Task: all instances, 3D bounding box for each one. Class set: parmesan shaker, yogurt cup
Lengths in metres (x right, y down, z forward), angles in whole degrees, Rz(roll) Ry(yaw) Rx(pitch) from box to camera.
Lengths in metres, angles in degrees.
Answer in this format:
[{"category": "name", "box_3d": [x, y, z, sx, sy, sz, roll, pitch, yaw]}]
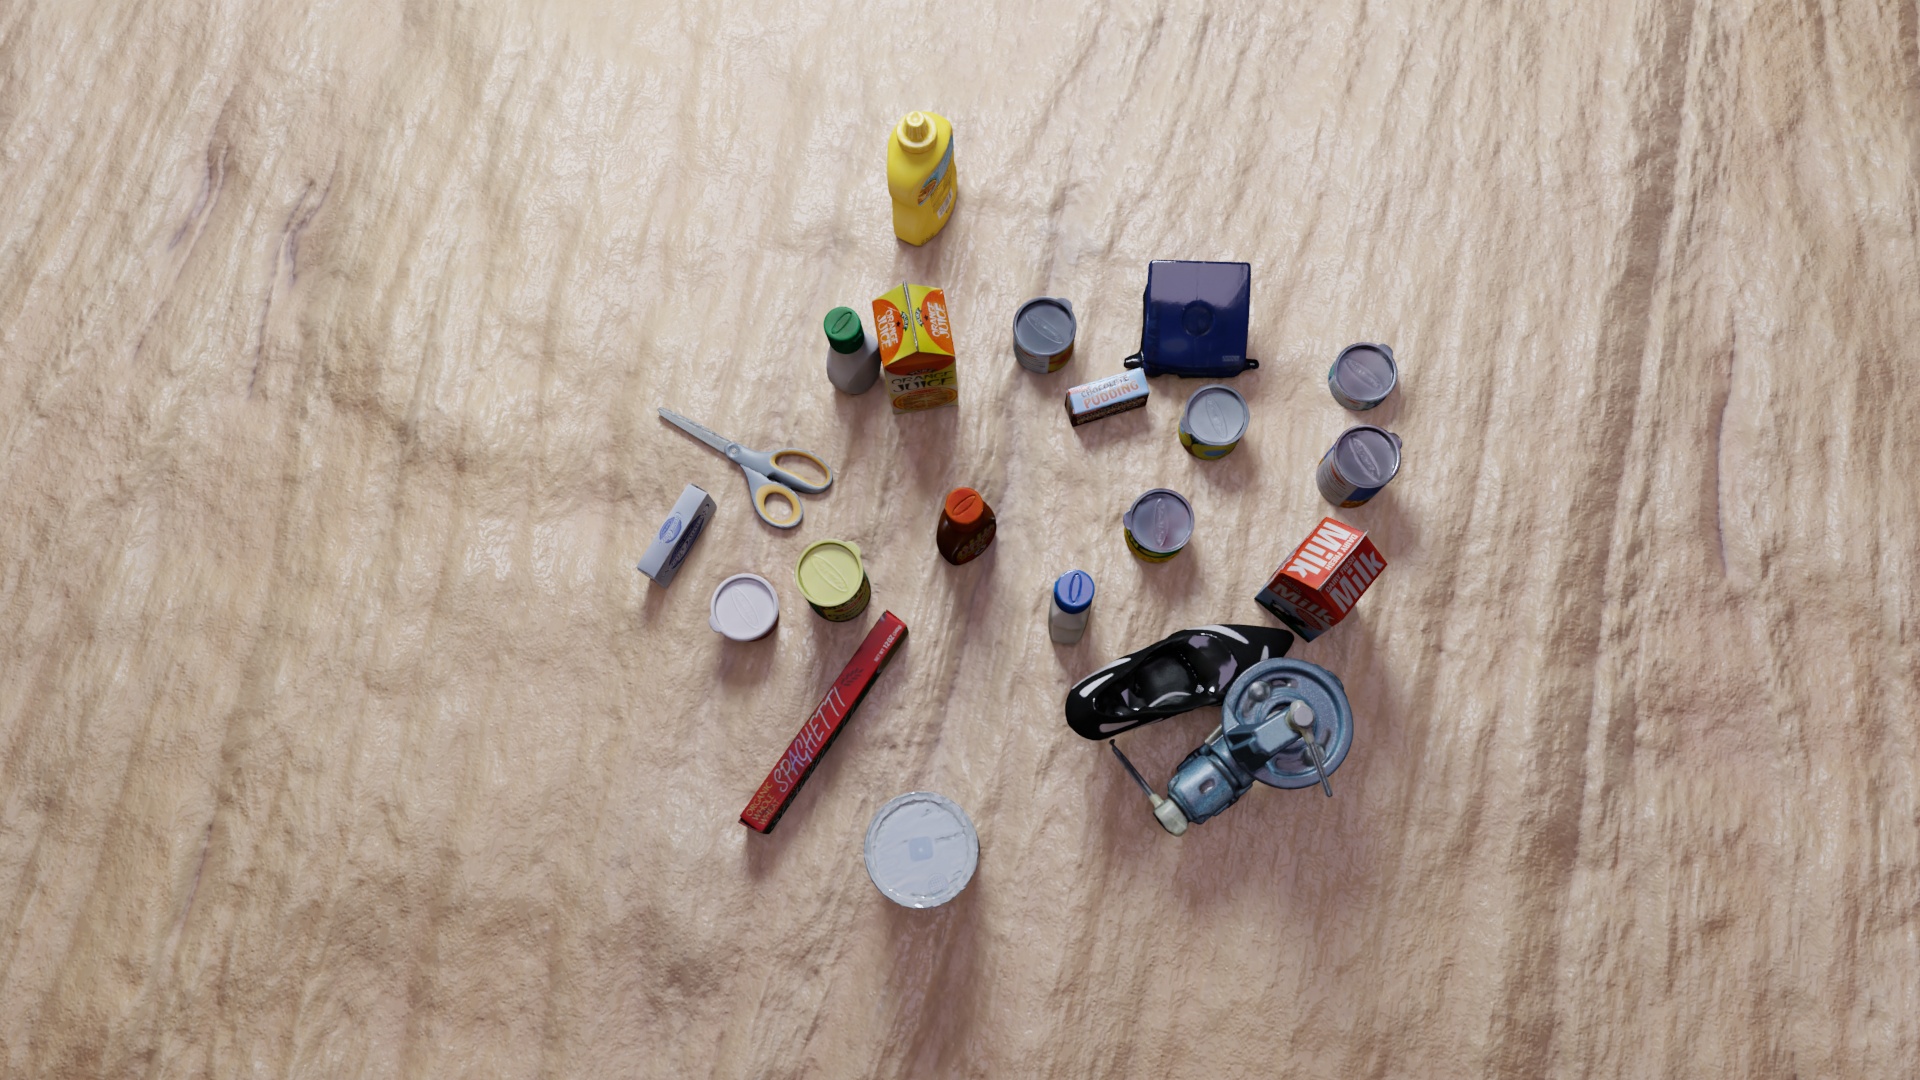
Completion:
[{"category": "parmesan shaker", "box_3d": [-0.123, 0.040, 1.379, 0.071, 0.103, 0.071, 0, 77, 1]}, {"category": "yogurt cup", "box_3d": [-0.213, 0.071, 1.399, 0.072, 0.054, 0.072, 0, 77, 1]}]

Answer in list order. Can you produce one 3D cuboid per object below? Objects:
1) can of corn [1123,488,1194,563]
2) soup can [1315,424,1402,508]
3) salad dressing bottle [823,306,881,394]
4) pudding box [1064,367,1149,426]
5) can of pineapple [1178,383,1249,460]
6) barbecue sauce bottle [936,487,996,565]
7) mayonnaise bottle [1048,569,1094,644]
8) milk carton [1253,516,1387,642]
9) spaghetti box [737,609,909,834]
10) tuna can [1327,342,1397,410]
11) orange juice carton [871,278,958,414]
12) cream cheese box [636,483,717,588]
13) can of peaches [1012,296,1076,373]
[{"category": "can of corn", "box_3d": [0.198, -0.014, 1.407, 0.071, 0.058, 0.071, 0, 77, 1]}, {"category": "soup can", "box_3d": [0.403, -0.075, 1.404, 0.071, 0.083, 0.071, 0, 77, 1]}, {"category": "salad dressing bottle", "box_3d": [-0.112, -0.194, 1.411, 0.044, 0.147, 0.064, 38, 81, 9]}, {"category": "pudding box", "box_3d": [0.152, -0.149, 1.445, 0.084, 0.049, 0.030, -16, 77, -2]}, {"category": "can of pineapple", "box_3d": [0.258, -0.121, 1.432, 0.071, 0.057, 0.071, 0, 77, 1]}, {"category": "barbecue sauce bottle", "box_3d": [0.005, -0.017, 1.366, 0.065, 0.148, 0.044, -40, 79, -7]}, {"category": "mayonnaise bottle", "box_3d": [0.108, 0.060, 1.345, 0.041, 0.147, 0.065, 9, 78, 4]}, {"category": "milk carton", "box_3d": [0.344, 0.036, 1.324, 0.073, 0.190, 0.072, 40, 81, 9]}, {"category": "spaghetti box", "box_3d": [-0.133, 0.180, 1.373, 0.029, 0.050, 0.250, 33, 80, 8]}, {"category": "tuna can", "box_3d": [0.422, -0.173, 1.453, 0.071, 0.032, 0.071, 0, 77, 1]}, {"category": "orange juice carton", "box_3d": [-0.044, -0.192, 1.386, 0.073, 0.192, 0.072, -10, 77, -1]}, {"category": "cream cheese box", "box_3d": [-0.289, -0.005, 1.419, 0.024, 0.053, 0.104, 28, 79, 7]}, {"category": "can of peaches", "box_3d": [0.089, -0.216, 1.458, 0.071, 0.058, 0.071, 0, 77, 1]}]
